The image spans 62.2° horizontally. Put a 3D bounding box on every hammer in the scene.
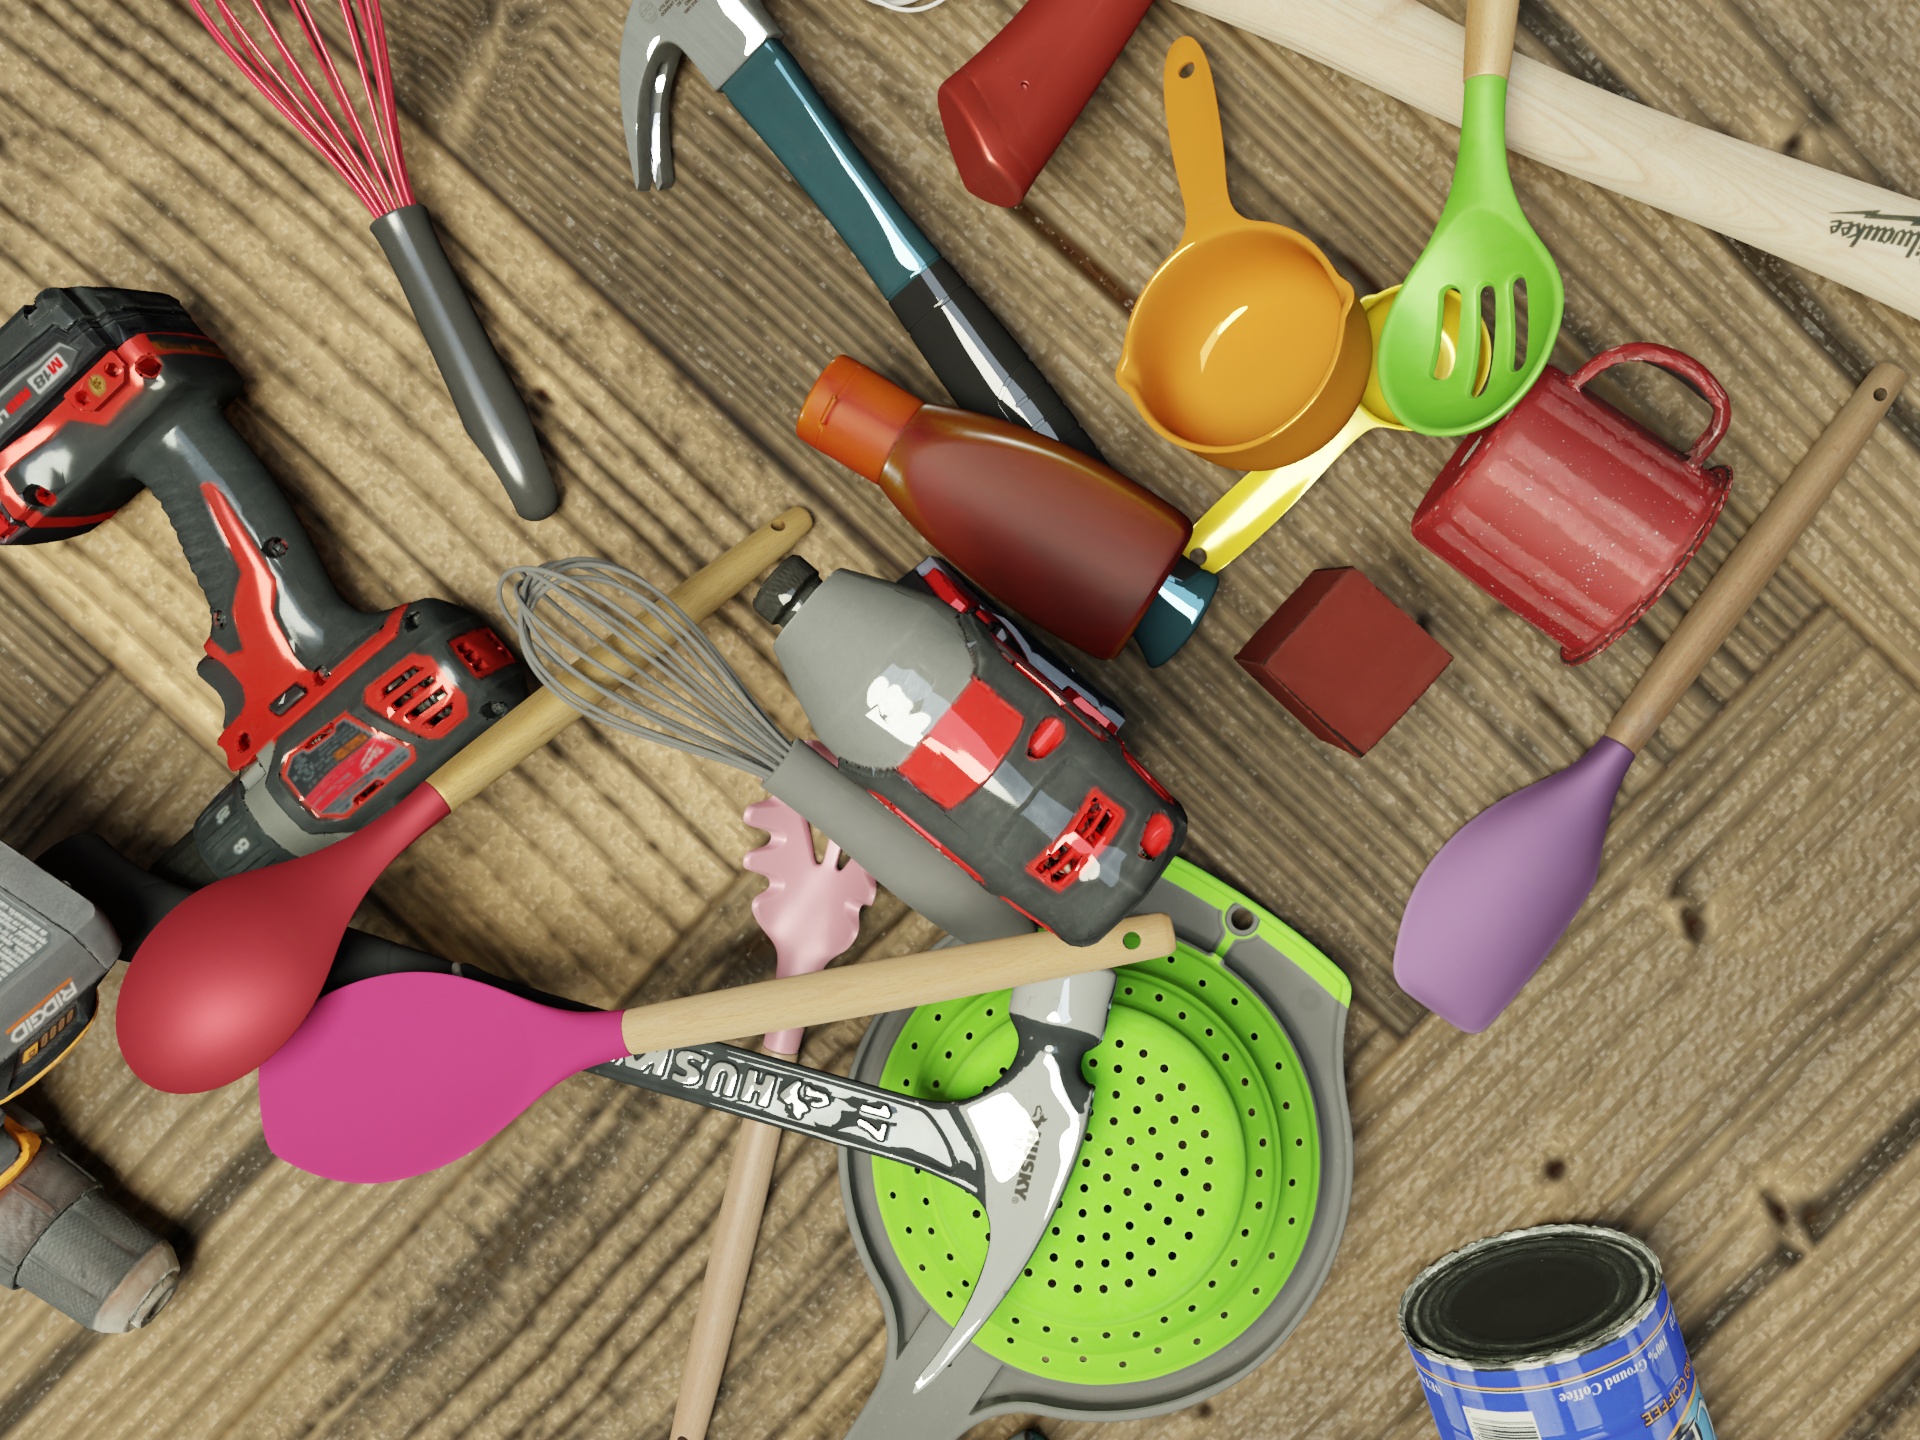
[{"bbox_3d":[0.260,-0.211,0.614,0.410,0.038,0.146,23,83,1],"label":"hammer"},{"bbox_3d":[-0.008,-0.161,0.618,0.128,0.033,0.331,-35,98,23],"label":"hammer"},{"bbox_3d":[0.108,-0.340,0.582,0.149,0.037,0.359,32,85,-11],"label":"hammer"},{"bbox_3d":[-0.158,0.112,0.567,0.409,0.036,0.149,13,80,10],"label":"hammer"}]

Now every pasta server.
[{"bbox_3d":[-0.083,0.162,0.652,0.060,0.040,0.316,15,95,12],"label":"pasta server"}]

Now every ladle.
[{"bbox_3d":[-0.169,0.013,0.583,0.069,0.031,0.315,38,64,21],"label":"ladle"}]

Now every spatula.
[{"bbox_3d":[0.280,-0.012,0.644,0.060,0.018,0.316,36,94,8],"label":"spatula"}]

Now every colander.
[{"bbox_3d":[0.002,0.229,0.589,0.204,0.094,0.397,34,84,11],"label":"colander"}]

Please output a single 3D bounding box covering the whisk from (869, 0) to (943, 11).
[{"bbox_3d":[0.045,-0.366,0.613,0.246,0.059,0.057,-44,136,-1],"label":"whisk"}]

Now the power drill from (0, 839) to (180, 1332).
[{"bbox_3d":[-0.367,0.137,0.587,0.185,0.084,0.226,34,133,0],"label":"power drill"}]

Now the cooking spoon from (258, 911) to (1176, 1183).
[{"bbox_3d":[-0.086,0.100,0.531,0.319,0.017,0.069,-11,78,7],"label":"cooking spoon"}]

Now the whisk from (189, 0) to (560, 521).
[{"bbox_3d":[-0.228,-0.214,0.619,0.073,0.073,0.295,-24,98,2],"label":"whisk"}]

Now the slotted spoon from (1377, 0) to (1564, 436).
[{"bbox_3d":[0.195,-0.258,0.576,0.070,0.031,0.314,6,92,44],"label":"slotted spoon"}]

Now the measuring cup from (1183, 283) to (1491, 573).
[{"bbox_3d":[0.144,-0.110,0.641,0.156,0.029,0.062,-43,88,15],"label":"measuring cup"}]

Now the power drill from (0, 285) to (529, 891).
[{"bbox_3d":[-0.305,-0.033,0.624,0.188,0.080,0.226,-38,97,10],"label":"power drill"}]

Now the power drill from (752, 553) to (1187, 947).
[{"bbox_3d":[-0.001,-0.002,0.547,0.143,0.220,0.078,39,93,-2],"label":"power drill"}]

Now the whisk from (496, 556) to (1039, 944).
[{"bbox_3d":[-0.066,0.018,0.581,0.239,0.055,0.055,37,94,-10],"label":"whisk"}]

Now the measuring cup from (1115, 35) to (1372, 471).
[{"bbox_3d":[0.108,-0.180,0.618,0.095,0.052,0.174,-15,74,30],"label":"measuring cup"}]
